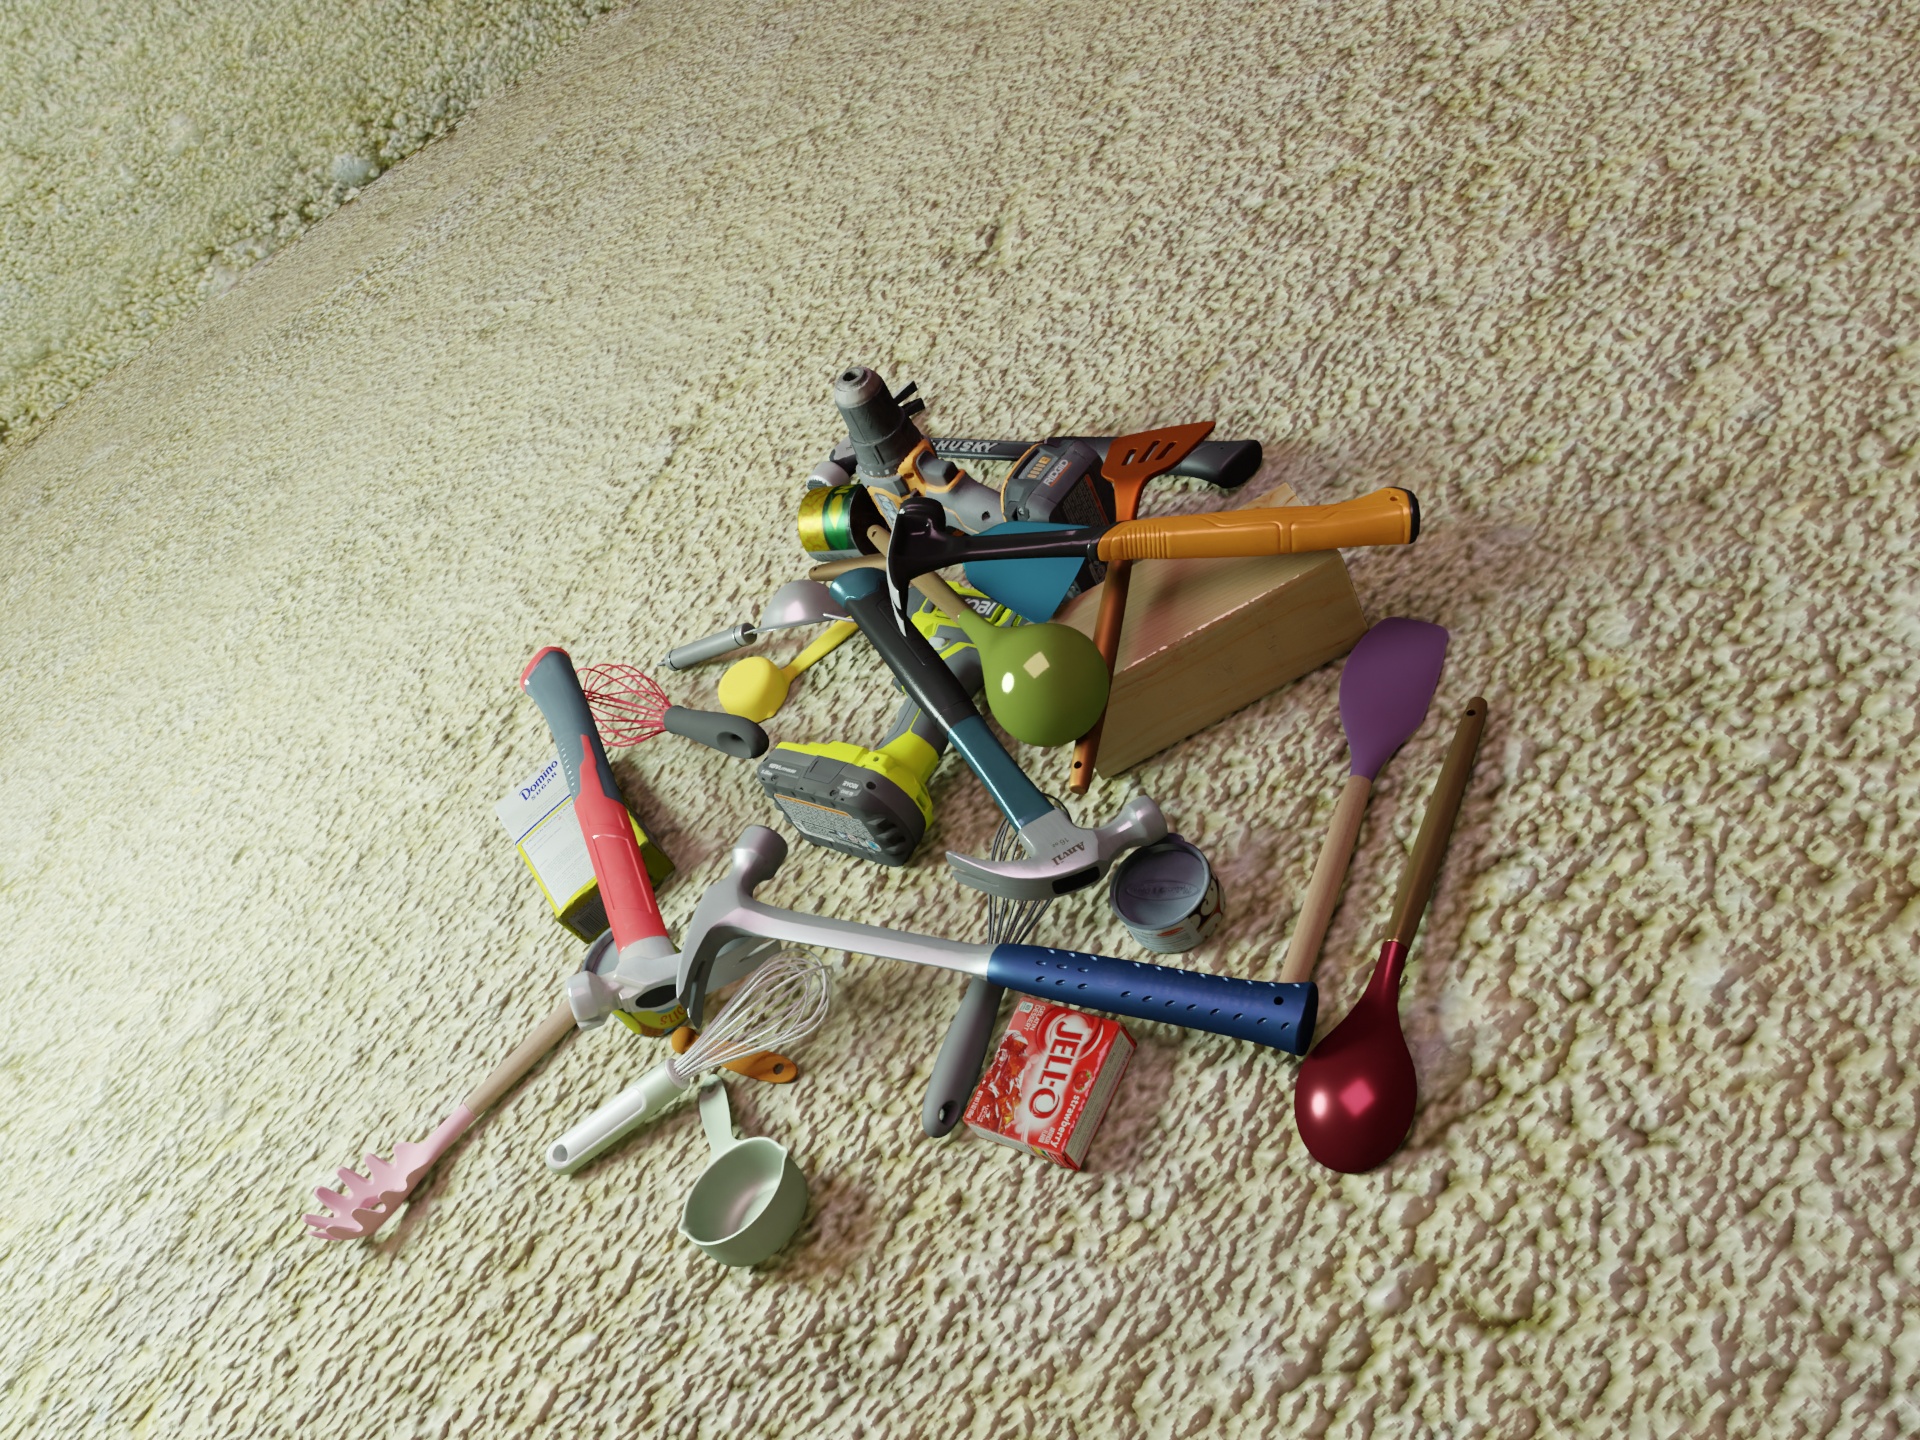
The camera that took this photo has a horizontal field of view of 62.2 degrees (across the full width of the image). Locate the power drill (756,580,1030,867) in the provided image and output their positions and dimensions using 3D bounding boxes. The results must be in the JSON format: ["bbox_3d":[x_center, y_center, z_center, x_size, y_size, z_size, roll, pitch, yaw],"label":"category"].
[{"bbox_3d":[-0.044,-0.010,1.183,0.171,0.080,0.223,12,56,39],"label":"power drill"}]

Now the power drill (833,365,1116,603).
[{"bbox_3d":[0.008,-0.185,1.227,0.226,0.185,0.084,21,63,39],"label":"power drill"}]

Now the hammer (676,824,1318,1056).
[{"bbox_3d":[0.009,0.150,0.962,0.405,0.035,0.144,6,49,26],"label":"hammer"}]

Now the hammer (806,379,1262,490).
[{"bbox_3d":[0.062,-0.227,1.334,0.409,0.036,0.149,10,51,36],"label":"hammer"}]

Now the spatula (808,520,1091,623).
[{"bbox_3d":[-0.027,-0.113,1.207,0.318,0.044,0.082,3,60,55],"label":"spatula"}]

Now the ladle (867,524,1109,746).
[{"bbox_3d":[0.004,-0.074,1.087,0.078,0.062,0.320,-57,33,9],"label":"ladle"}]

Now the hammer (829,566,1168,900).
[{"bbox_3d":[-0.002,-0.003,1.081,0.128,0.033,0.331,-29,50,-10],"label":"hammer"}]

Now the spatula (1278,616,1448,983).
[{"bbox_3d":[0.237,0.058,0.981,0.060,0.018,0.316,13,59,22],"label":"spatula"}]

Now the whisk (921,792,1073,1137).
[{"bbox_3d":[0.022,0.152,1.016,0.055,0.055,0.239,2,58,34],"label":"whisk"}]

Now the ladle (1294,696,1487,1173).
[{"bbox_3d":[0.260,0.110,0.917,0.069,0.031,0.315,3,53,37],"label":"ladle"}]

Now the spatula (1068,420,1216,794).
[{"bbox_3d":[0.109,-0.088,1.060,0.081,0.041,0.323,-5,55,29],"label":"spatula"}]

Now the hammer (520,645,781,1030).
[{"bbox_3d":[-0.253,0.061,1.186,0.143,0.038,0.387,-18,43,-12],"label":"hammer"}]

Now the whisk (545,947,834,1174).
[{"bbox_3d":[-0.183,0.232,1.062,0.246,0.059,0.058,-37,69,10],"label":"whisk"}]

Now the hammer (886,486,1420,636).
[{"bbox_3d":[0.120,-0.113,1.012,0.337,0.034,0.127,-4,36,7],"label":"hammer"}]

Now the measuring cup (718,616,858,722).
[{"bbox_3d":[-0.135,-0.058,1.313,0.156,0.029,0.062,-39,42,-3],"label":"measuring cup"}]

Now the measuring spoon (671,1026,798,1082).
[{"bbox_3d":[-0.156,0.227,1.084,0.117,0.011,0.021,7,57,36],"label":"measuring spoon"}]

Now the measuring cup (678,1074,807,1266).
[{"bbox_3d":[-0.141,0.283,1.016,0.083,0.038,0.168,-37,26,-1],"label":"measuring cup"}]

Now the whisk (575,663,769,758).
[{"bbox_3d":[-0.237,-0.003,1.276,0.296,0.073,0.073,11,59,50],"label":"whisk"}]

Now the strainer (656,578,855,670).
[{"bbox_3d":[-0.174,-0.075,1.316,0.258,0.050,0.087,-15,2,42],"label":"strainer"}]

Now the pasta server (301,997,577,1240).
[{"bbox_3d":[-0.340,0.258,1.154,0.316,0.040,0.060,-45,32,-12],"label":"pasta server"}]
